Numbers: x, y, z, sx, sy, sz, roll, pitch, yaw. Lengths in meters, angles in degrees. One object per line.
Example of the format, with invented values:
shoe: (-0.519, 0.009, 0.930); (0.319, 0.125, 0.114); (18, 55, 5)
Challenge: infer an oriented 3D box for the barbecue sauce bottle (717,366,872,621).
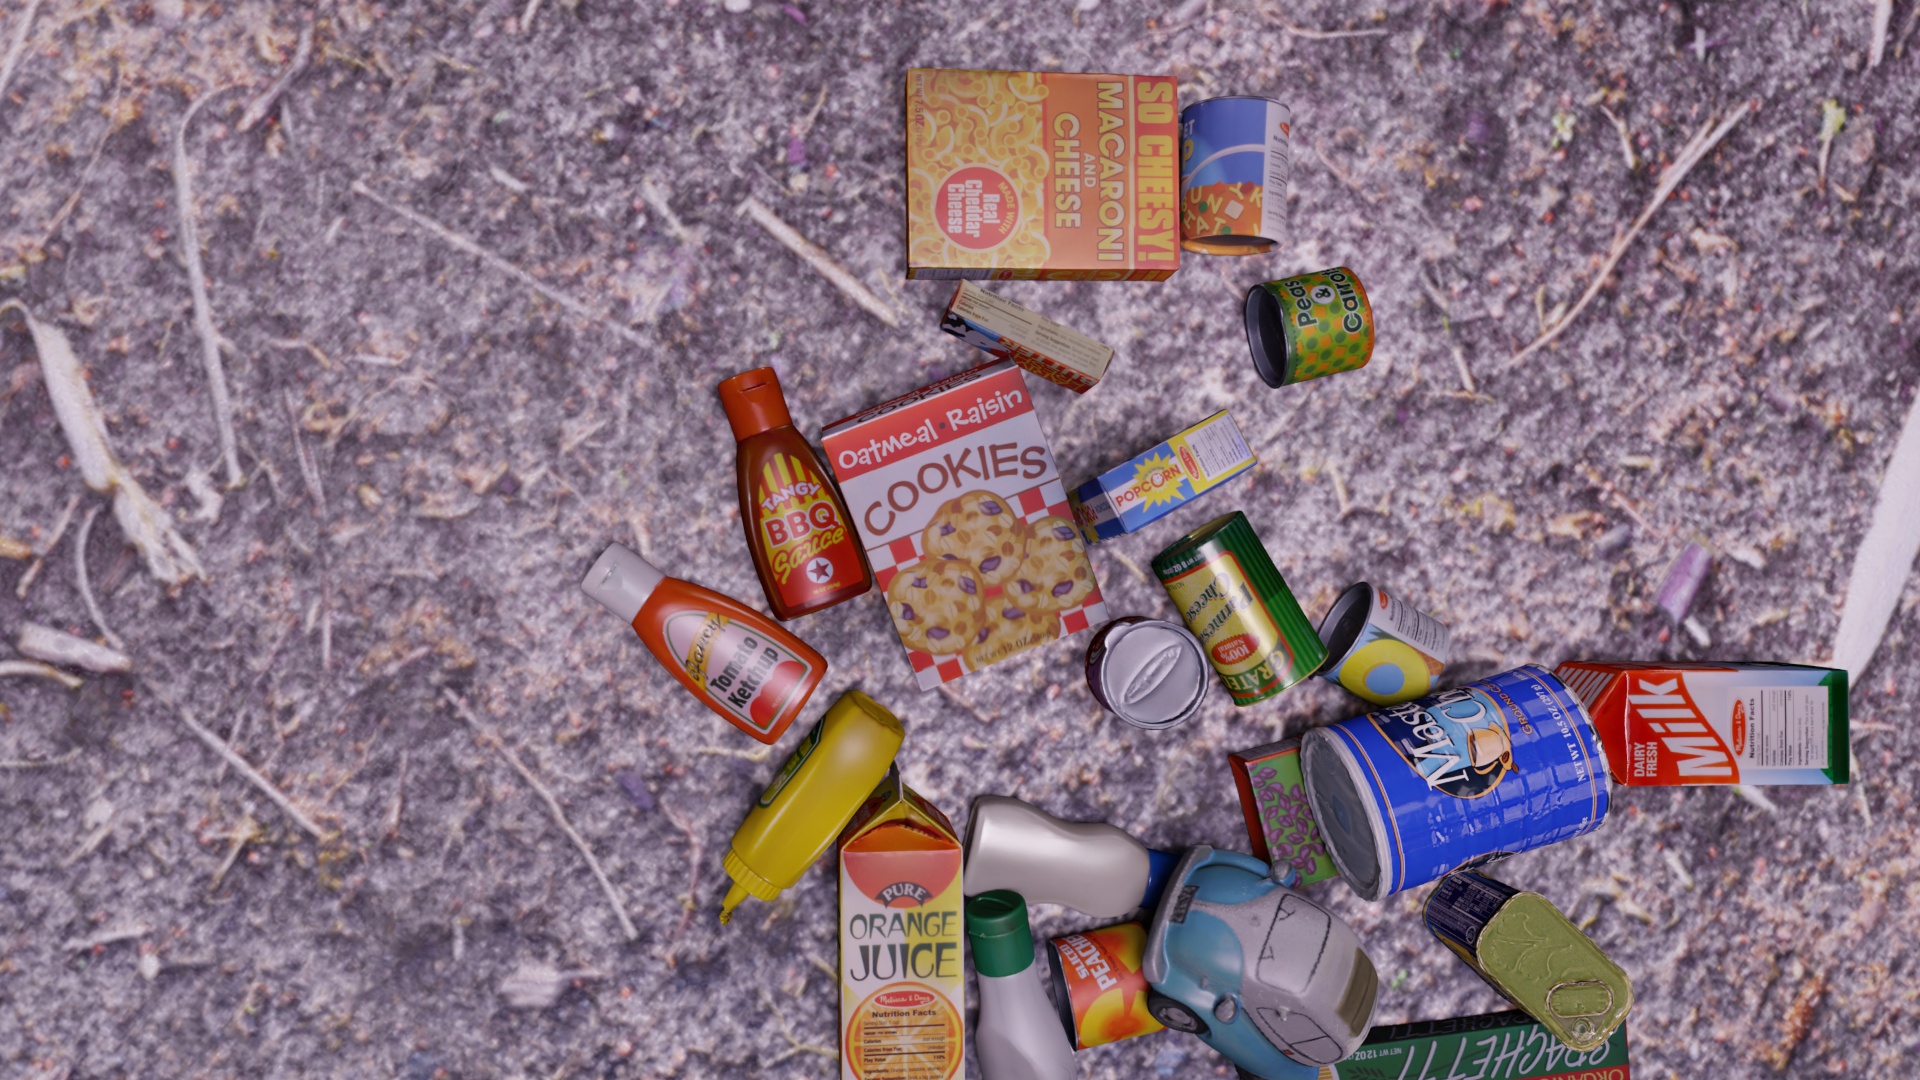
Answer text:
barbecue sauce bottle: (-0.106, -0.029, 0.839); (0.065, 0.043, 0.148); (-20, 91, -15)

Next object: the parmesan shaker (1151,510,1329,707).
parmesan shaker: (0.169, 0.043, 0.857); (0.071, 0.071, 0.103); (-32, 92, -5)

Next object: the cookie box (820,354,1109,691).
cookie box: (0.003, -0.010, 0.831); (0.123, 0.040, 0.167); (-21, 105, -1)

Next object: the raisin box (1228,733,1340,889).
raisin box: (0.241, 0.161, 0.874); (0.123, 0.040, 0.086); (-14, 90, -7)

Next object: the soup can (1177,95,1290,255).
soup can: (0.167, -0.224, 0.861); (0.071, 0.071, 0.083); (3, 89, -6)

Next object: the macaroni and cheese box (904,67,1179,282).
macaroni and cheese box: (0.049, -0.225, 0.861); (0.167, 0.040, 0.123); (0, 89, -5)

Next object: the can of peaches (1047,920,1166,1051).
can of peaches: (0.089, 0.267, 0.841); (0.058, 0.071, 0.071); (-11, 90, -6)

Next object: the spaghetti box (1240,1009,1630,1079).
spaghetti box: (0.302, 0.333, 0.882); (0.250, 0.028, 0.050); (-5, 90, -6)

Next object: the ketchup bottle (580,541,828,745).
ketchup bottle: (-0.156, 0.057, 0.832); (0.149, 0.043, 0.065); (35, 88, -4)

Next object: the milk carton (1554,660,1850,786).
milk carton: (0.451, 0.114, 0.880); (0.191, 0.072, 0.073); (1, 89, -7)

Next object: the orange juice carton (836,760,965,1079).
orange juice carton: (-0.037, 0.229, 0.827); (0.073, 0.072, 0.192); (-1, 89, -6)

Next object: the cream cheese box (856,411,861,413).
cream cheese box: (-0.013, -0.051, 0.859); (0.104, 0.024, 0.053); (2, 90, -6)

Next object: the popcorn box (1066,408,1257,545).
popcorn box: (0.114, -0.035, 0.821); (0.085, 0.126, 0.038); (-29, 89, -6)

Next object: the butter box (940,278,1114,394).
butter box: (0.040, -0.123, 0.851); (0.103, 0.053, 0.024); (24, 84, -6)

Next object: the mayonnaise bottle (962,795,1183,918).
mayonnaise bottle: (0.076, 0.201, 0.855); (0.148, 0.041, 0.064); (13, 93, -7)

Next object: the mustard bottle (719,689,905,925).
mustard bottle: (-0.097, 0.164, 0.827); (0.049, 0.065, 0.160); (38, 90, -8)

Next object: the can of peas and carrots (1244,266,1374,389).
can of peas and carrots: (0.216, -0.134, 0.861); (0.059, 0.071, 0.071); (-13, 91, -6)

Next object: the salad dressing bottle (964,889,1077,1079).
salad dressing bottle: (0.033, 0.283, 0.829); (0.044, 0.064, 0.147); (-22, 107, -41)

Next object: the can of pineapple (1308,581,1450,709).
can of pineapple: (0.260, 0.069, 0.865); (0.058, 0.071, 0.071); (28, 87, -5)

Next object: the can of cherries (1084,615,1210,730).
can of cherries: (0.112, 0.077, 0.852); (0.071, 0.058, 0.071); (0, 90, -5)
